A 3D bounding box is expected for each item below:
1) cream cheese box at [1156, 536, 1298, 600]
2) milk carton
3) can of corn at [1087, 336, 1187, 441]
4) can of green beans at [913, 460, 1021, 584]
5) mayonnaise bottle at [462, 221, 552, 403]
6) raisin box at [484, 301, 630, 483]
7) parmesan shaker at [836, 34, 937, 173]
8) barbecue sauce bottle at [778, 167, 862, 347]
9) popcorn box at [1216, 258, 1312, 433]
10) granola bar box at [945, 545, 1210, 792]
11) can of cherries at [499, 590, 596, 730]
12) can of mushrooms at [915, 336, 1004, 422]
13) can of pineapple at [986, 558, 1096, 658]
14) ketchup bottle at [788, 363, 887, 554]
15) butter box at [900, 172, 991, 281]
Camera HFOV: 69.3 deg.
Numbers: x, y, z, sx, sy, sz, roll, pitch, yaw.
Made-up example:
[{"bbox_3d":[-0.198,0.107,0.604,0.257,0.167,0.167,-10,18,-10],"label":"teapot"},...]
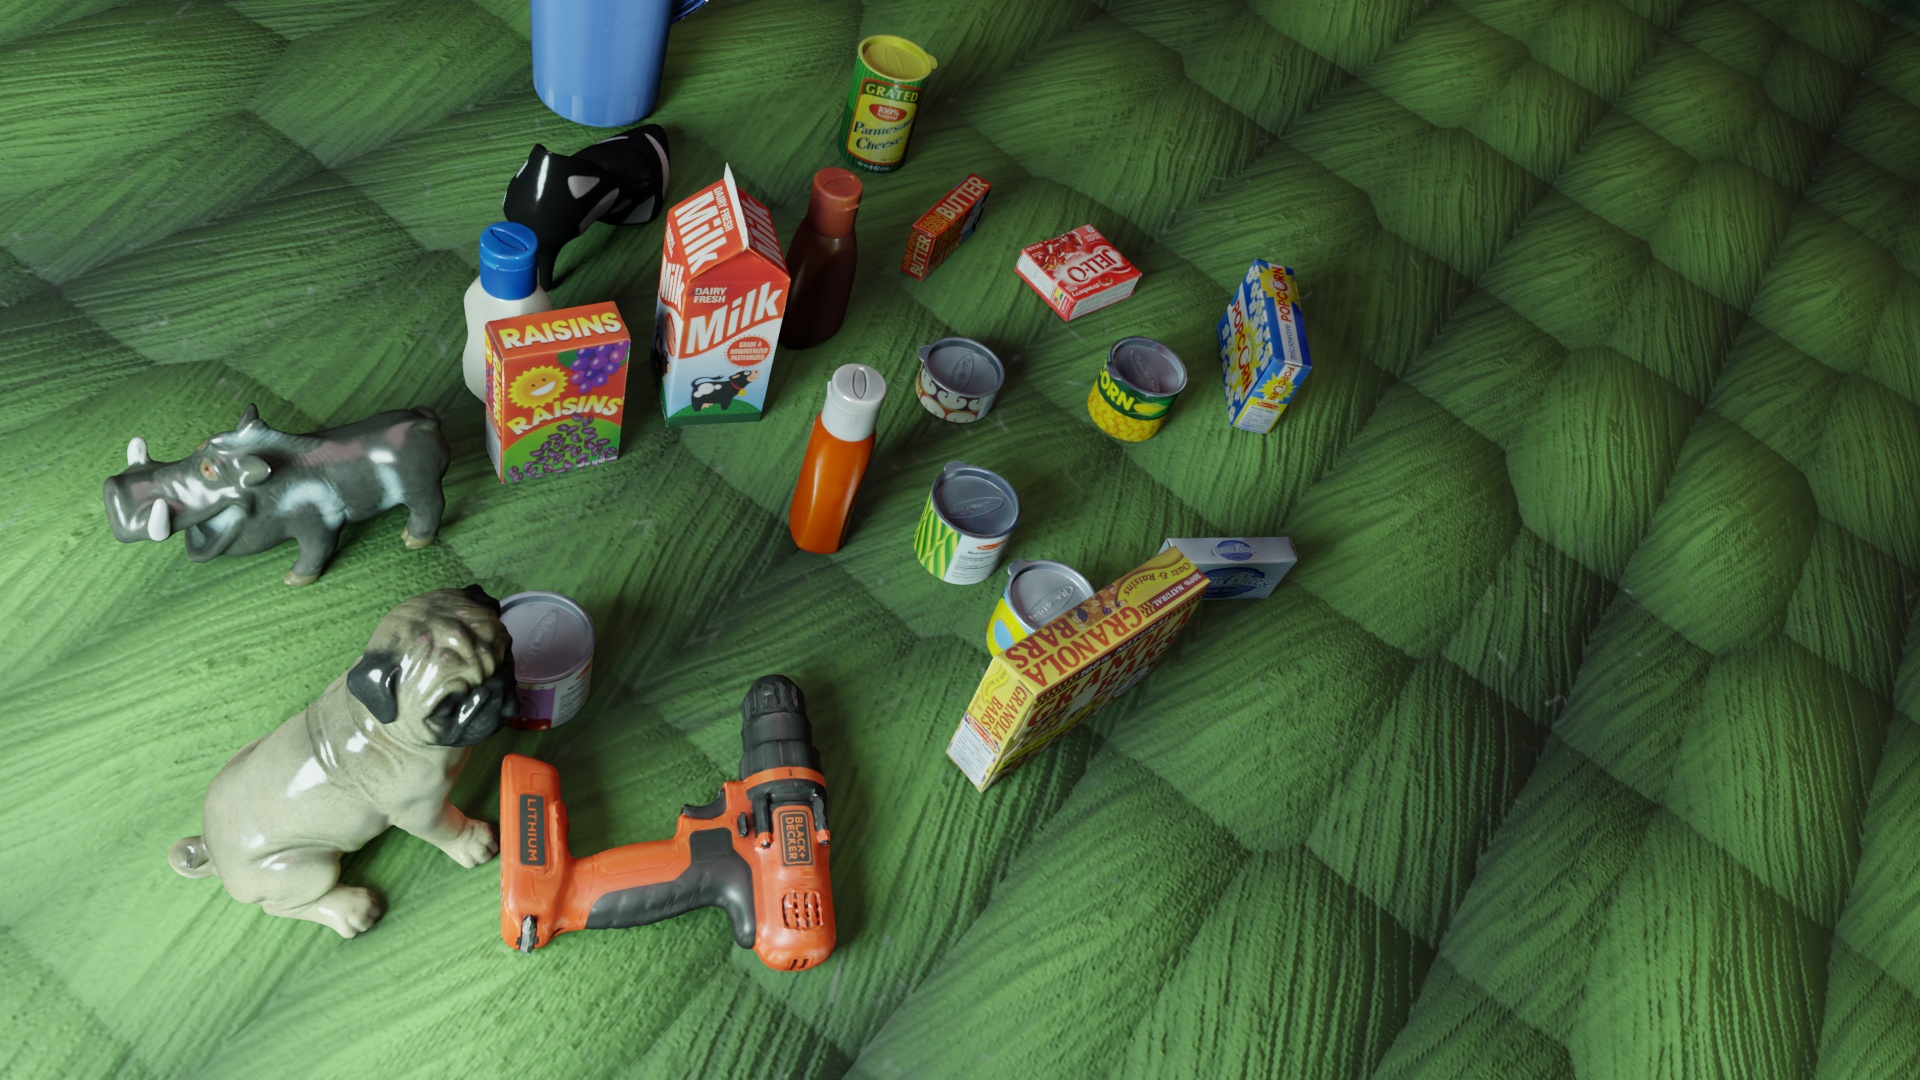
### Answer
[{"bbox_3d":[0.194,0.022,1.039,0.104,0.053,0.024,-1,53,-19],"label":"cream cheese box"},{"bbox_3d":[-0.169,-0.169,0.978,0.073,0.189,0.072,-6,55,-22],"label":"milk carton"},{"bbox_3d":[0.141,-0.123,1.132,0.071,0.058,0.071,9,51,-11],"label":"can of corn"},{"bbox_3d":[0.004,-0.011,0.998,0.071,0.057,0.071,9,51,-11],"label":"can of green beans"},{"bbox_3d":[-0.307,-0.149,0.944,0.065,0.147,0.041,31,50,6],"label":"mayonnaise bottle"},{"bbox_3d":[-0.271,-0.099,0.932,0.086,0.122,0.040,-14,59,-28],"label":"raisin box"},{"bbox_3d":[-0.067,-0.389,1.245,0.071,0.102,0.072,9,51,-11],"label":"parmesan shaker"},{"bbox_3d":[-0.106,-0.216,1.064,0.065,0.147,0.044,-31,68,-35],"label":"barbecue sauce bottle"},{"bbox_3d":[0.258,-0.166,1.188,0.038,0.084,0.127,10,50,-11],"label":"popcorn box"},{"bbox_3d":[0.077,0.084,0.904,0.166,0.123,0.039,-29,66,-34],"label":"granola bar box"},{"bbox_3d":[-0.259,0.072,0.843,0.071,0.058,0.072,9,51,-11],"label":"can of cherries"},{"bbox_3d":[-0.003,-0.129,1.105,0.071,0.033,0.071,9,51,-11],"label":"can of mushrooms"},{"bbox_3d":[0.055,0.054,0.963,0.071,0.057,0.071,9,51,-11],"label":"can of pineapple"},{"bbox_3d":[-0.084,-0.057,0.945,0.043,0.148,0.065,8,51,-12],"label":"ketchup bottle"},{"bbox_3d":[-0.012,-0.272,1.203,0.024,0.052,0.104,33,50,8],"label":"butter box"}]
